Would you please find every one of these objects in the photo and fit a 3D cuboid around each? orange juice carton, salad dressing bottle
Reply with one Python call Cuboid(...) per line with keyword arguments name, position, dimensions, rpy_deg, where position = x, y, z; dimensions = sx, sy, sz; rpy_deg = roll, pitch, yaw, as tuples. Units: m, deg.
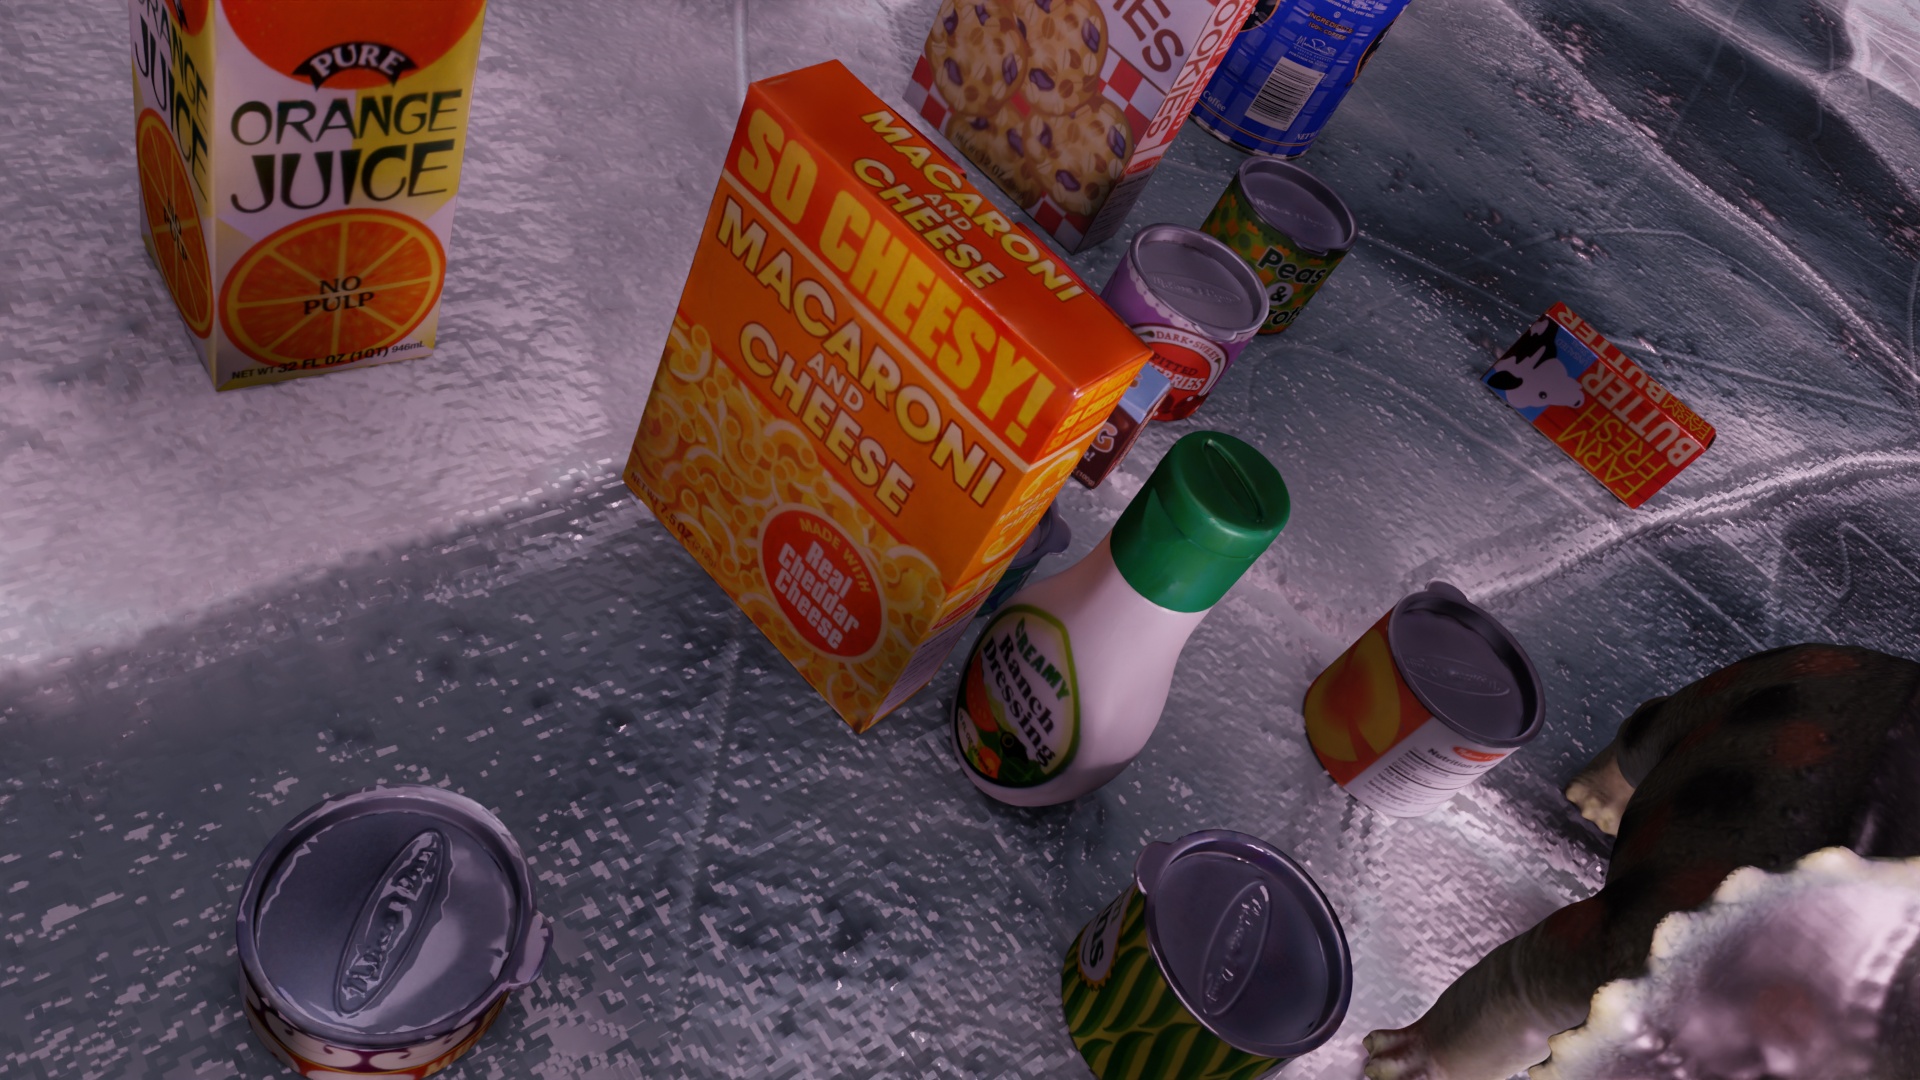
Cuboid(name="orange juice carton", position=(-0.189, -0.138, 0.400), dimensions=(0.072, 0.191, 0.073), rpy_deg=(-18, 63, -38))
Cuboid(name="salad dressing bottle", position=(0.044, 0.027, 0.416), dimensions=(0.044, 0.146, 0.064), rpy_deg=(-9, 58, -33))

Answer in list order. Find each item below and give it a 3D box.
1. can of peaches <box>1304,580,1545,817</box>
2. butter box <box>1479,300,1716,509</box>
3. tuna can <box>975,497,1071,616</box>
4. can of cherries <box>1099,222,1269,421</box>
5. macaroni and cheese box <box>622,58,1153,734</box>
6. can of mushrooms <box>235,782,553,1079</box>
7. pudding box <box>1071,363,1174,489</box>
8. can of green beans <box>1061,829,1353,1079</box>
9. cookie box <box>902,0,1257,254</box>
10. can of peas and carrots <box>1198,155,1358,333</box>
Cuboid(name="can of peaches", position=(0.171, 0.059, 0.518), dimensions=(0.071, 0.057, 0.071), rpy_deg=(15, 48, -17))
Cuboid(name="butter box", position=(0.325, -0.069, 0.711), dimensions=(0.103, 0.052, 0.024), rpy_deg=(44, 46, 12))
Cuboid(name="tuna can", position=(0.002, -0.006, 0.502), dimensions=(0.071, 0.032, 0.071), rpy_deg=(15, 48, -17))
Cuboid(name="can of cherries", position=(0.091, -0.093, 0.604), dimensions=(0.071, 0.058, 0.072), rpy_deg=(15, 48, -17))
Cuboid(name="macaroni and cheese box", position=(-0.033, -0.036, 0.415), dimensions=(0.124, 0.165, 0.040), rpy_deg=(45, 47, 13))
Cuboid(name="can of mushrooms", position=(-0.138, 0.097, 0.340), dimensions=(0.071, 0.033, 0.071), rpy_deg=(15, 48, -17))
Cuboid(name="pudding box", position=(0.038, -0.066, 0.560), dimensions=(0.084, 0.049, 0.030), rpy_deg=(38, 45, 6))
Cuboid(name="can of green beans", position=(0.071, 0.128, 0.408), dimensions=(0.071, 0.057, 0.071), rpy_deg=(15, 48, -17))
Cuboid(name="cookie box", position=(0.055, -0.234, 0.628), dimensions=(0.123, 0.166, 0.040), rpy_deg=(46, 47, 13))
Cuboid(name="can of peas and carrots", position=(0.150, -0.142, 0.676), dimensions=(0.071, 0.058, 0.071), rpy_deg=(15, 48, -17))
